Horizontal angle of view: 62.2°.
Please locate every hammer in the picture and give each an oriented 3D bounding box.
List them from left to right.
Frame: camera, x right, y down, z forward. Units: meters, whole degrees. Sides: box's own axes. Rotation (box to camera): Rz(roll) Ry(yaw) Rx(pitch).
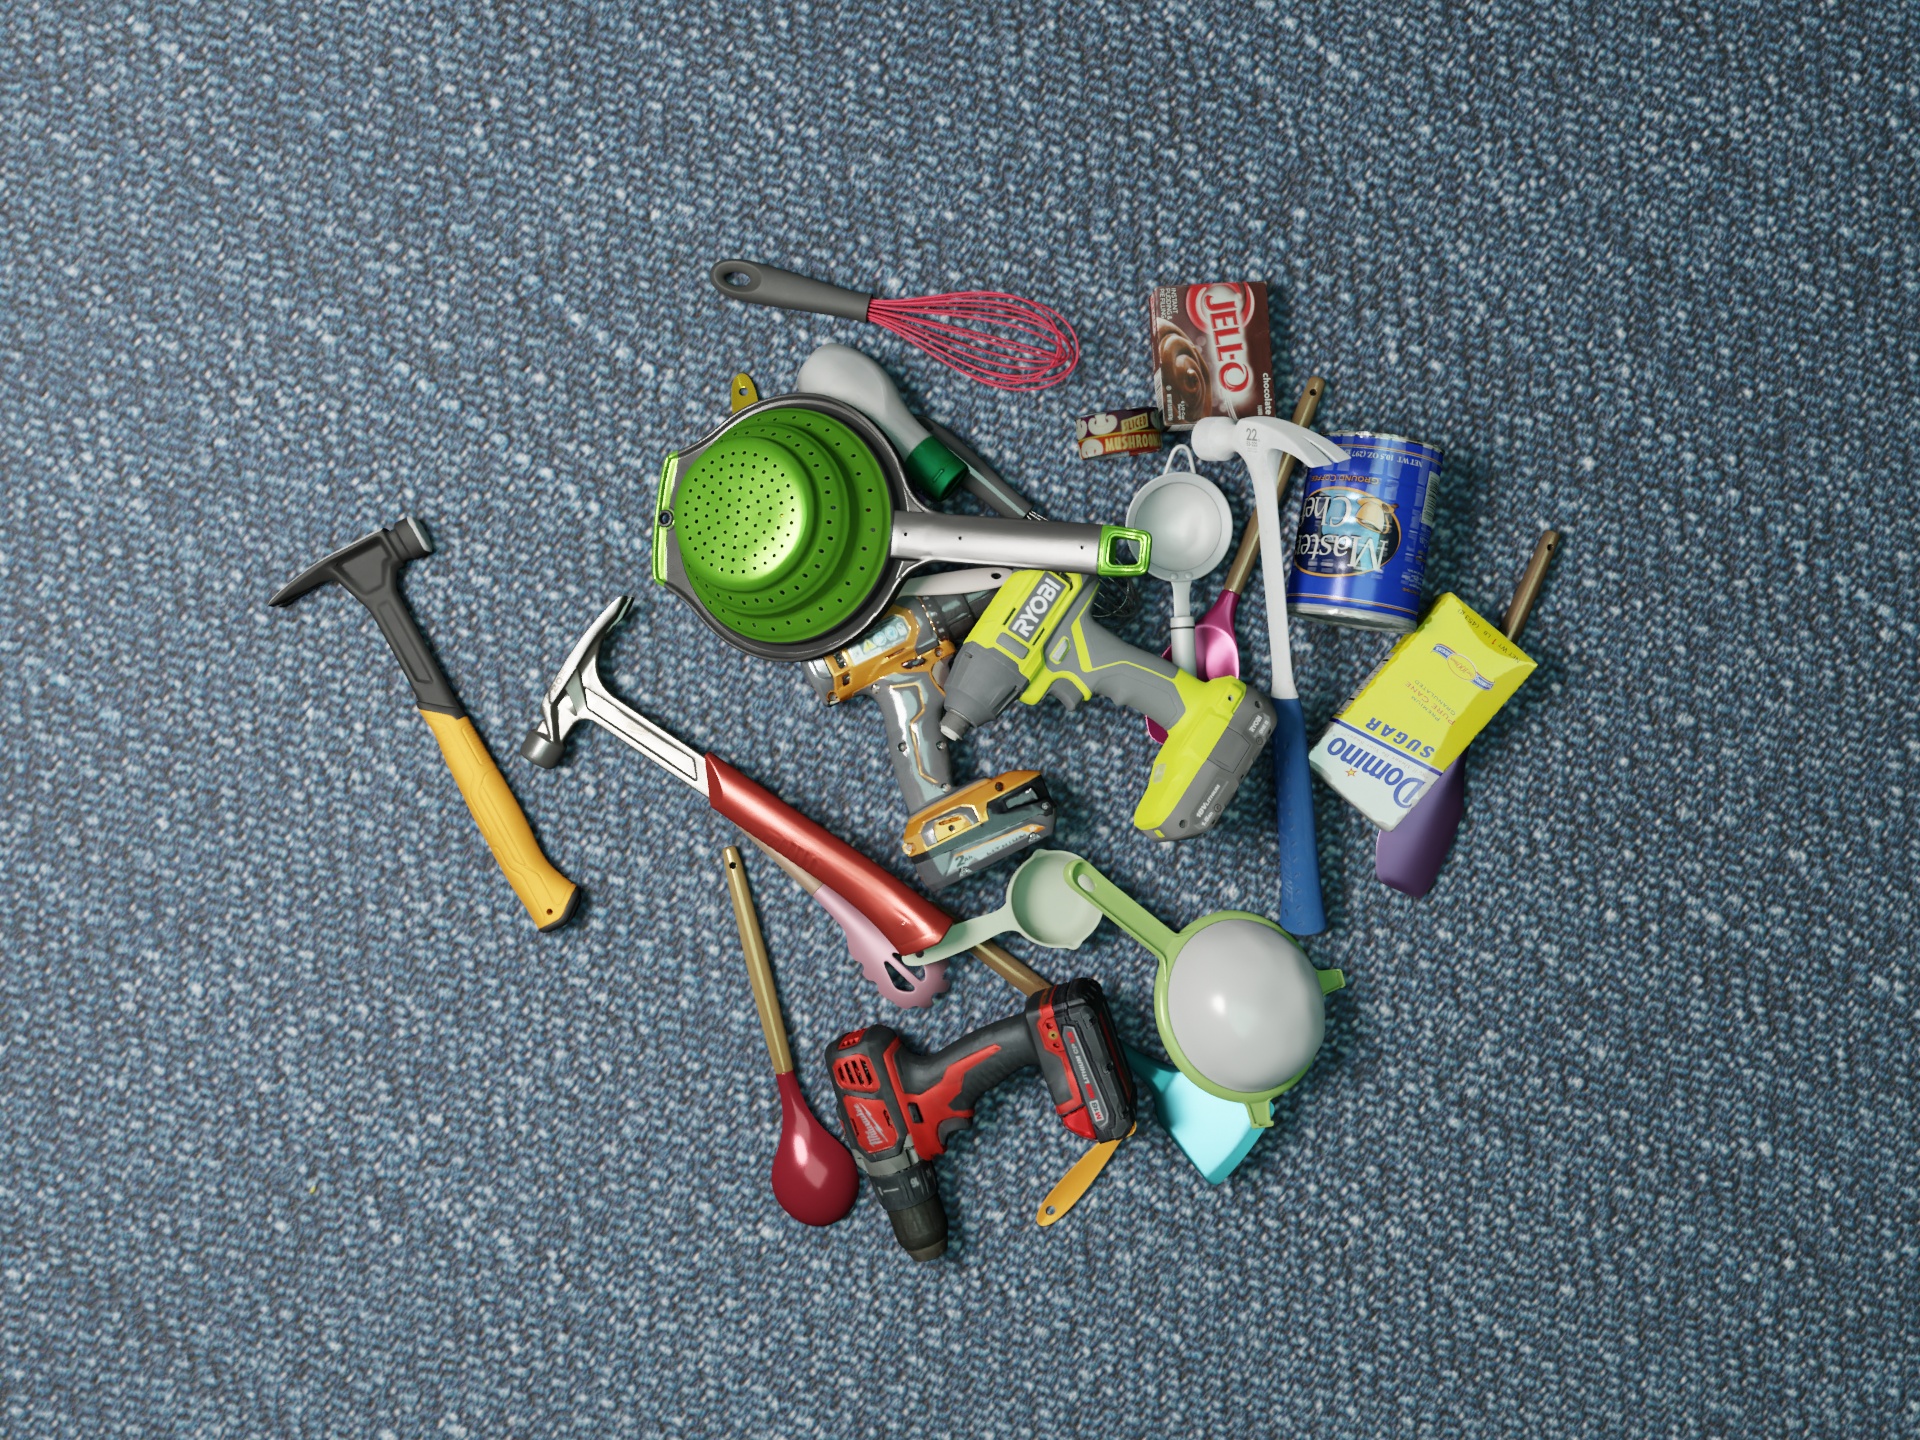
[{"bbox_3d":[-0.399,0.017,1.235,0.127,0.034,0.337,-29,93,-3],"label":"hammer"},{"bbox_3d":[-0.156,0.058,1.221,0.359,0.036,0.149,33,95,4],"label":"hammer"},{"bbox_3d":[0.250,-0.028,1.214,0.035,0.144,0.405,-16,107,-26],"label":"hammer"}]

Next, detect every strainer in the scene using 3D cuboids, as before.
[{"bbox_3d":[0.173,-0.084,1.252,0.087,0.050,0.258,-2,89,-7],"label":"strainer"},{"bbox_3d":[0.190,0.185,1.226,0.256,0.069,0.151,39,65,-8],"label":"strainer"}]

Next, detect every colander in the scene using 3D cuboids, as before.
[{"bbox_3d":[-0.065,-0.138,1.139,0.397,0.094,0.204,6,91,19],"label":"colander"}]

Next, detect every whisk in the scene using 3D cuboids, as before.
[{"bbox_3d":[-0.052,-0.315,1.236,0.296,0.073,0.073,14,91,3],"label":"whisk"},{"bbox_3d":[0.047,-0.159,1.251,0.239,0.055,0.055,41,89,1],"label":"whisk"}]

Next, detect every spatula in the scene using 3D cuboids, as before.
[{"bbox_3d":[0.100,0.242,1.265,0.317,0.044,0.082,36,93,-3],"label":"spatula"},{"bbox_3d":[0.414,-0.008,1.287,0.060,0.018,0.316,24,91,-3],"label":"spatula"}]

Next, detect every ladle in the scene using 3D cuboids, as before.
[{"bbox_3d":[-0.144,0.252,1.261,0.069,0.031,0.315,-14,91,-2],"label":"ladle"}]

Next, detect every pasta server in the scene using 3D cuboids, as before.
[{"bbox_3d":[-0.131,0.114,1.259,0.316,0.040,0.060,43,89,0],"label":"pasta server"}]

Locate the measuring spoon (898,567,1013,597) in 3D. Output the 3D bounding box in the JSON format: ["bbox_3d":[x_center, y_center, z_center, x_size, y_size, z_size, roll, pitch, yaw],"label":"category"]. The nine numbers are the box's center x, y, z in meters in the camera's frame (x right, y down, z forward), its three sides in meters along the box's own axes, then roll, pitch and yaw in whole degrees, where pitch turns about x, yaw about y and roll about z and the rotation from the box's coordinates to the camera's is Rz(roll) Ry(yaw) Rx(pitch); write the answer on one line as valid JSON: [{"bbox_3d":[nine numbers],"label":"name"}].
[{"bbox_3d":[-0.020,-0.108,1.207,0.124,0.018,0.034,-6,55,-3],"label":"measuring spoon"}]

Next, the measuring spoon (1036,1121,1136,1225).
[{"bbox_3d":[0.101,0.363,1.287,0.021,0.011,0.117,40,93,-4],"label":"measuring spoon"}]

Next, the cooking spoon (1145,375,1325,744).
[{"bbox_3d":[0.227,-0.126,1.273,0.069,0.017,0.319,22,90,12],"label":"cooking spoon"}]

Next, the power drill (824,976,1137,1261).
[{"bbox_3d":[0.021,0.309,1.233,0.226,0.080,0.188,-18,93,11],"label":"power drill"}]

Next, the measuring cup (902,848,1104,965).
[{"bbox_3d":[0.032,0.158,1.254,0.167,0.038,0.083,-21,85,-7],"label":"measuring cup"}]

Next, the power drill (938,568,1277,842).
[{"bbox_3d":[0.106,-0.012,1.185,0.223,0.080,0.171,35,79,-4],"label":"power drill"}]

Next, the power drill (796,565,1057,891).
[{"bbox_3d":[-0.002,-0.004,1.237,0.185,0.084,0.226,-26,89,-4],"label":"power drill"}]

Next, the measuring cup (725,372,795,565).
[{"bbox_3d":[-0.160,-0.196,1.251,0.062,0.029,0.156,-10,80,2],"label":"measuring cup"}]
